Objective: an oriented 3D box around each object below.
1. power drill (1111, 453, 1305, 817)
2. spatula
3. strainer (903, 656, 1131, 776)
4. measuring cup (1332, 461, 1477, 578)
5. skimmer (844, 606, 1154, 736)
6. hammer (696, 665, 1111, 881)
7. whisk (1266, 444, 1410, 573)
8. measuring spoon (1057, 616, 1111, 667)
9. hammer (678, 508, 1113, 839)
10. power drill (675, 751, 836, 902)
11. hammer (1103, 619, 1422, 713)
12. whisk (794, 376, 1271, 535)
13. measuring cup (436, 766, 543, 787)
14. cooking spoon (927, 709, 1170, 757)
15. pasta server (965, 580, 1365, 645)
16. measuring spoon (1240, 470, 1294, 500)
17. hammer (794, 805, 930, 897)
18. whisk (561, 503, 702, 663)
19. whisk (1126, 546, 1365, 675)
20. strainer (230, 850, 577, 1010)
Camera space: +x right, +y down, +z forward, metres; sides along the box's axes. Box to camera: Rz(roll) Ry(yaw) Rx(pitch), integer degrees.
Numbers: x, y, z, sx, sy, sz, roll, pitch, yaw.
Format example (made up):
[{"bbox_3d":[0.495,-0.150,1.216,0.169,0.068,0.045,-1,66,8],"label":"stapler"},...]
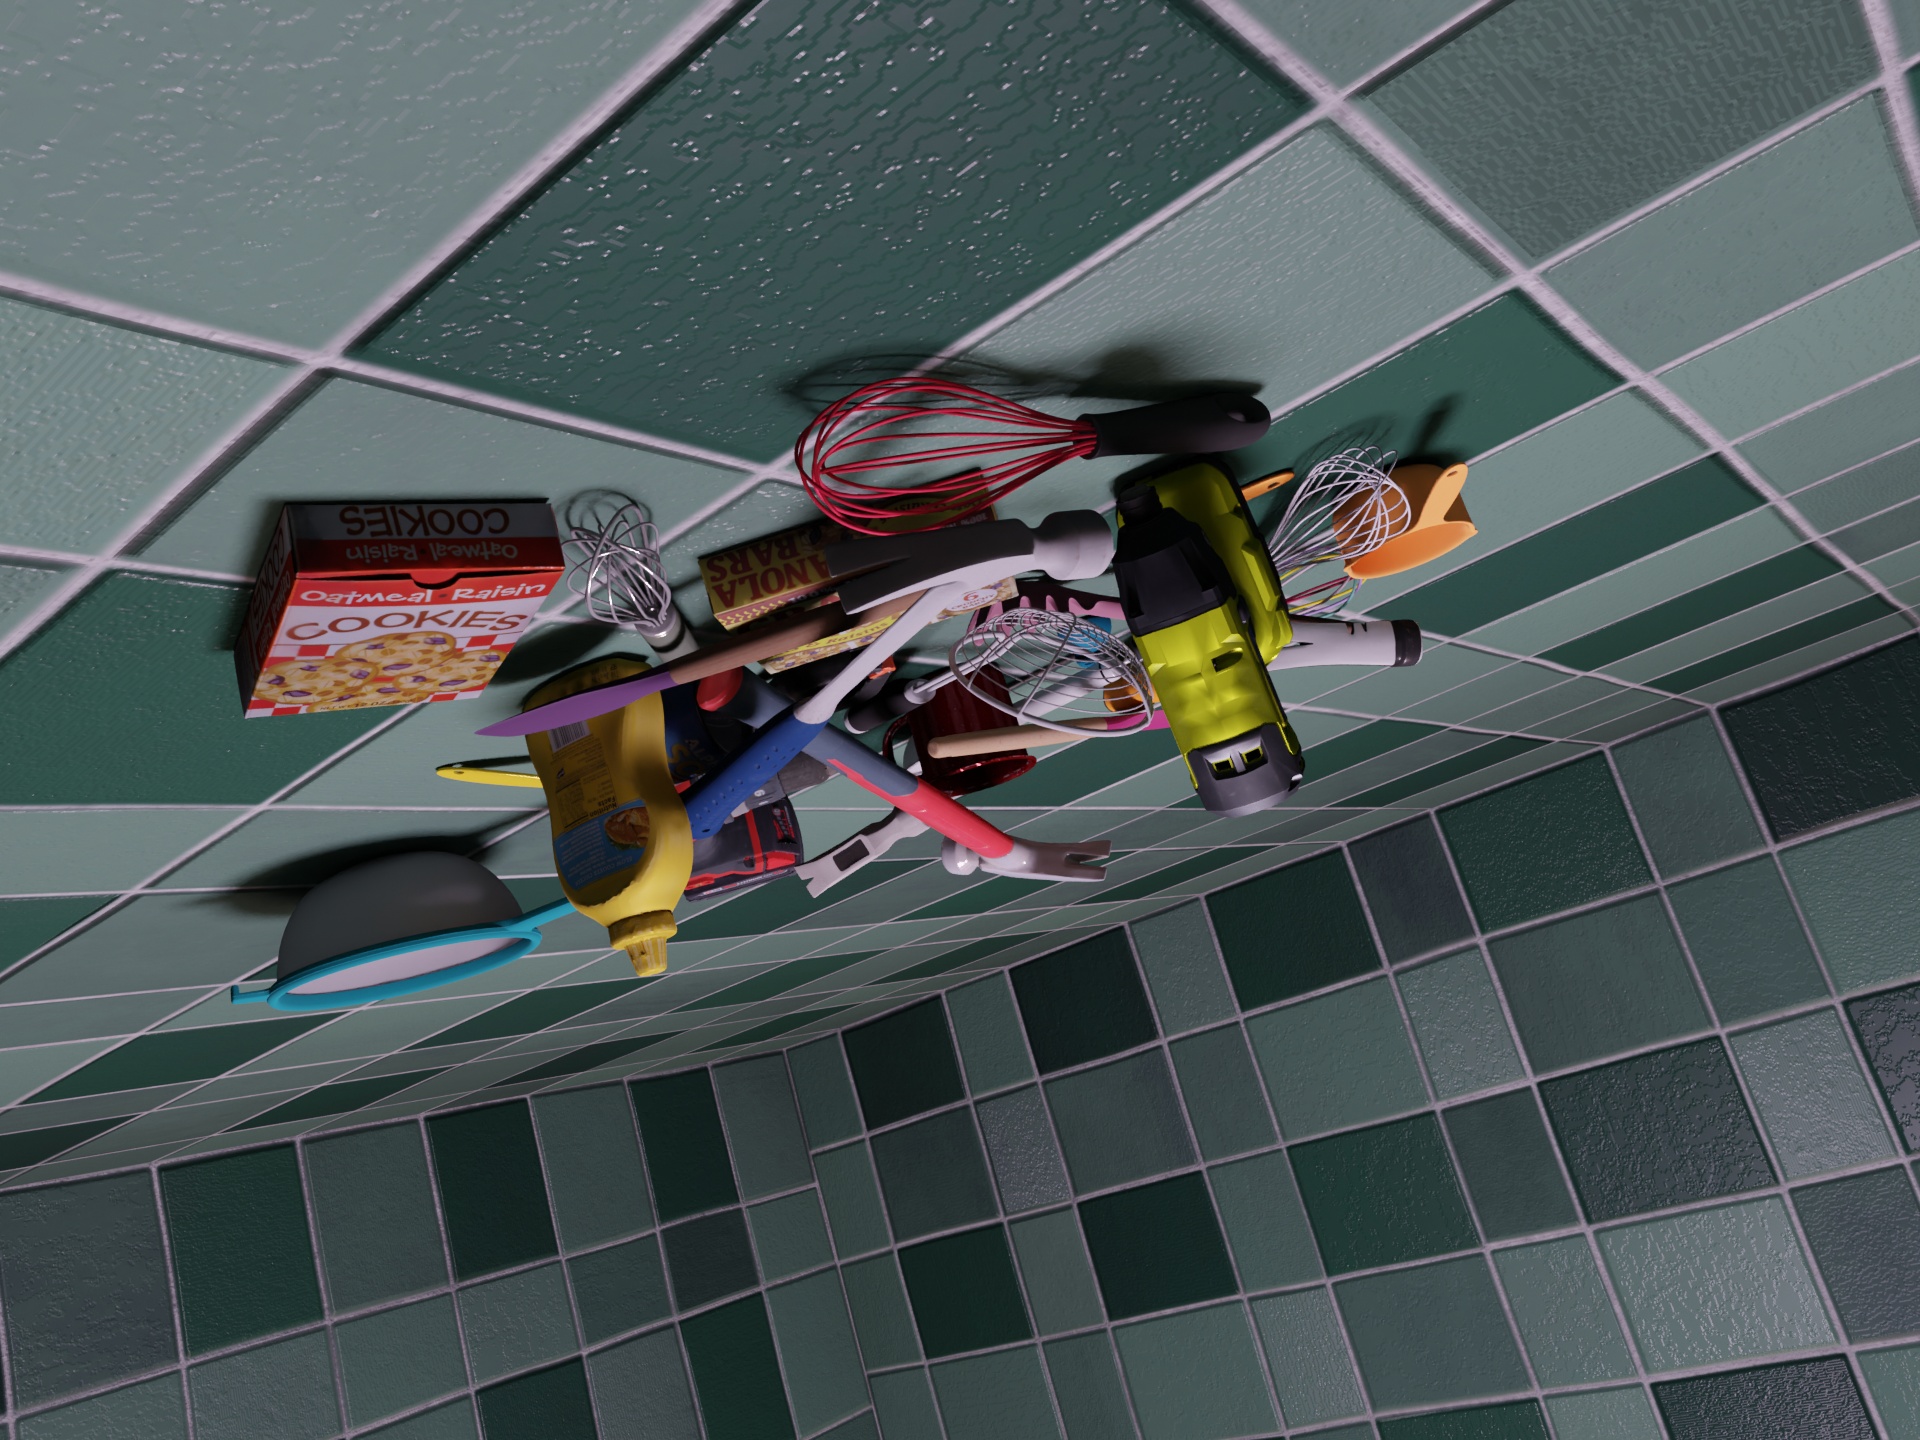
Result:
[{"bbox_3d":[0.131,-0.066,0.872,0.080,0.171,0.223,-21,-165,15],"label":"power drill"},{"bbox_3d":[-0.139,-0.034,0.903,0.316,0.018,0.059,-17,171,22],"label":"spatula"},{"bbox_3d":[0.035,-0.002,1.302,0.258,0.050,0.087,-26,170,29],"label":"strainer"},{"bbox_3d":[0.296,-0.149,1.042,0.095,0.052,0.173,-16,163,-2],"label":"measuring cup"},{"bbox_3d":[-0.002,-0.003,1.068,0.127,0.090,0.363,3,169,-26],"label":"skimmer"},{"bbox_3d":[-0.038,0.043,1.110,0.143,0.038,0.385,1,159,33],"label":"hammer"},{"bbox_3d":[0.218,-0.113,1.086,0.070,0.070,0.284,-11,169,-19],"label":"whisk"},{"bbox_3d":[0.101,-0.052,1.240,0.042,0.021,0.128,-17,166,3],"label":"measuring spoon"},{"bbox_3d":[-0.083,-0.010,0.890,0.144,0.035,0.405,-9,164,-35],"label":"hammer"},{"bbox_3d":[-0.179,0.072,1.296,0.188,0.080,0.226,-16,162,-3],"label":"power drill"},{"bbox_3d":[0.183,-0.034,1.159,0.127,0.034,0.337,-2,176,-21],"label":"hammer"},{"bbox_3d":[0.048,-0.141,0.796,0.295,0.073,0.073,-13,166,-34],"label":"whisk"},{"bbox_3d":[-0.294,0.032,1.137,0.156,0.029,0.062,6,156,-29],"label":"measuring cup"},{"bbox_3d":[0.091,0.007,1.222,0.069,0.017,0.318,-8,179,44],"label":"cooking spoon"},{"bbox_3d":[0.151,-0.067,1.107,0.316,0.040,0.060,4,168,-23],"label":"pasta server"},{"bbox_3d":[0.163,-0.133,1.030,0.117,0.011,0.021,-23,164,24],"label":"measuring spoon"},{"bbox_3d":[-0.059,0.095,1.421,0.130,0.031,0.331,-32,178,11],"label":"hammer"},{"bbox_3d":[-0.171,-0.061,0.881,0.058,0.059,0.246,20,169,4],"label":"whisk"},{"bbox_3d":[0.220,-0.075,1.249,0.047,0.051,0.245,-11,168,-43],"label":"whisk"},{"bbox_3d":[-0.393,0.138,1.260,0.340,0.095,0.211,-21,166,13],"label":"strainer"}]
